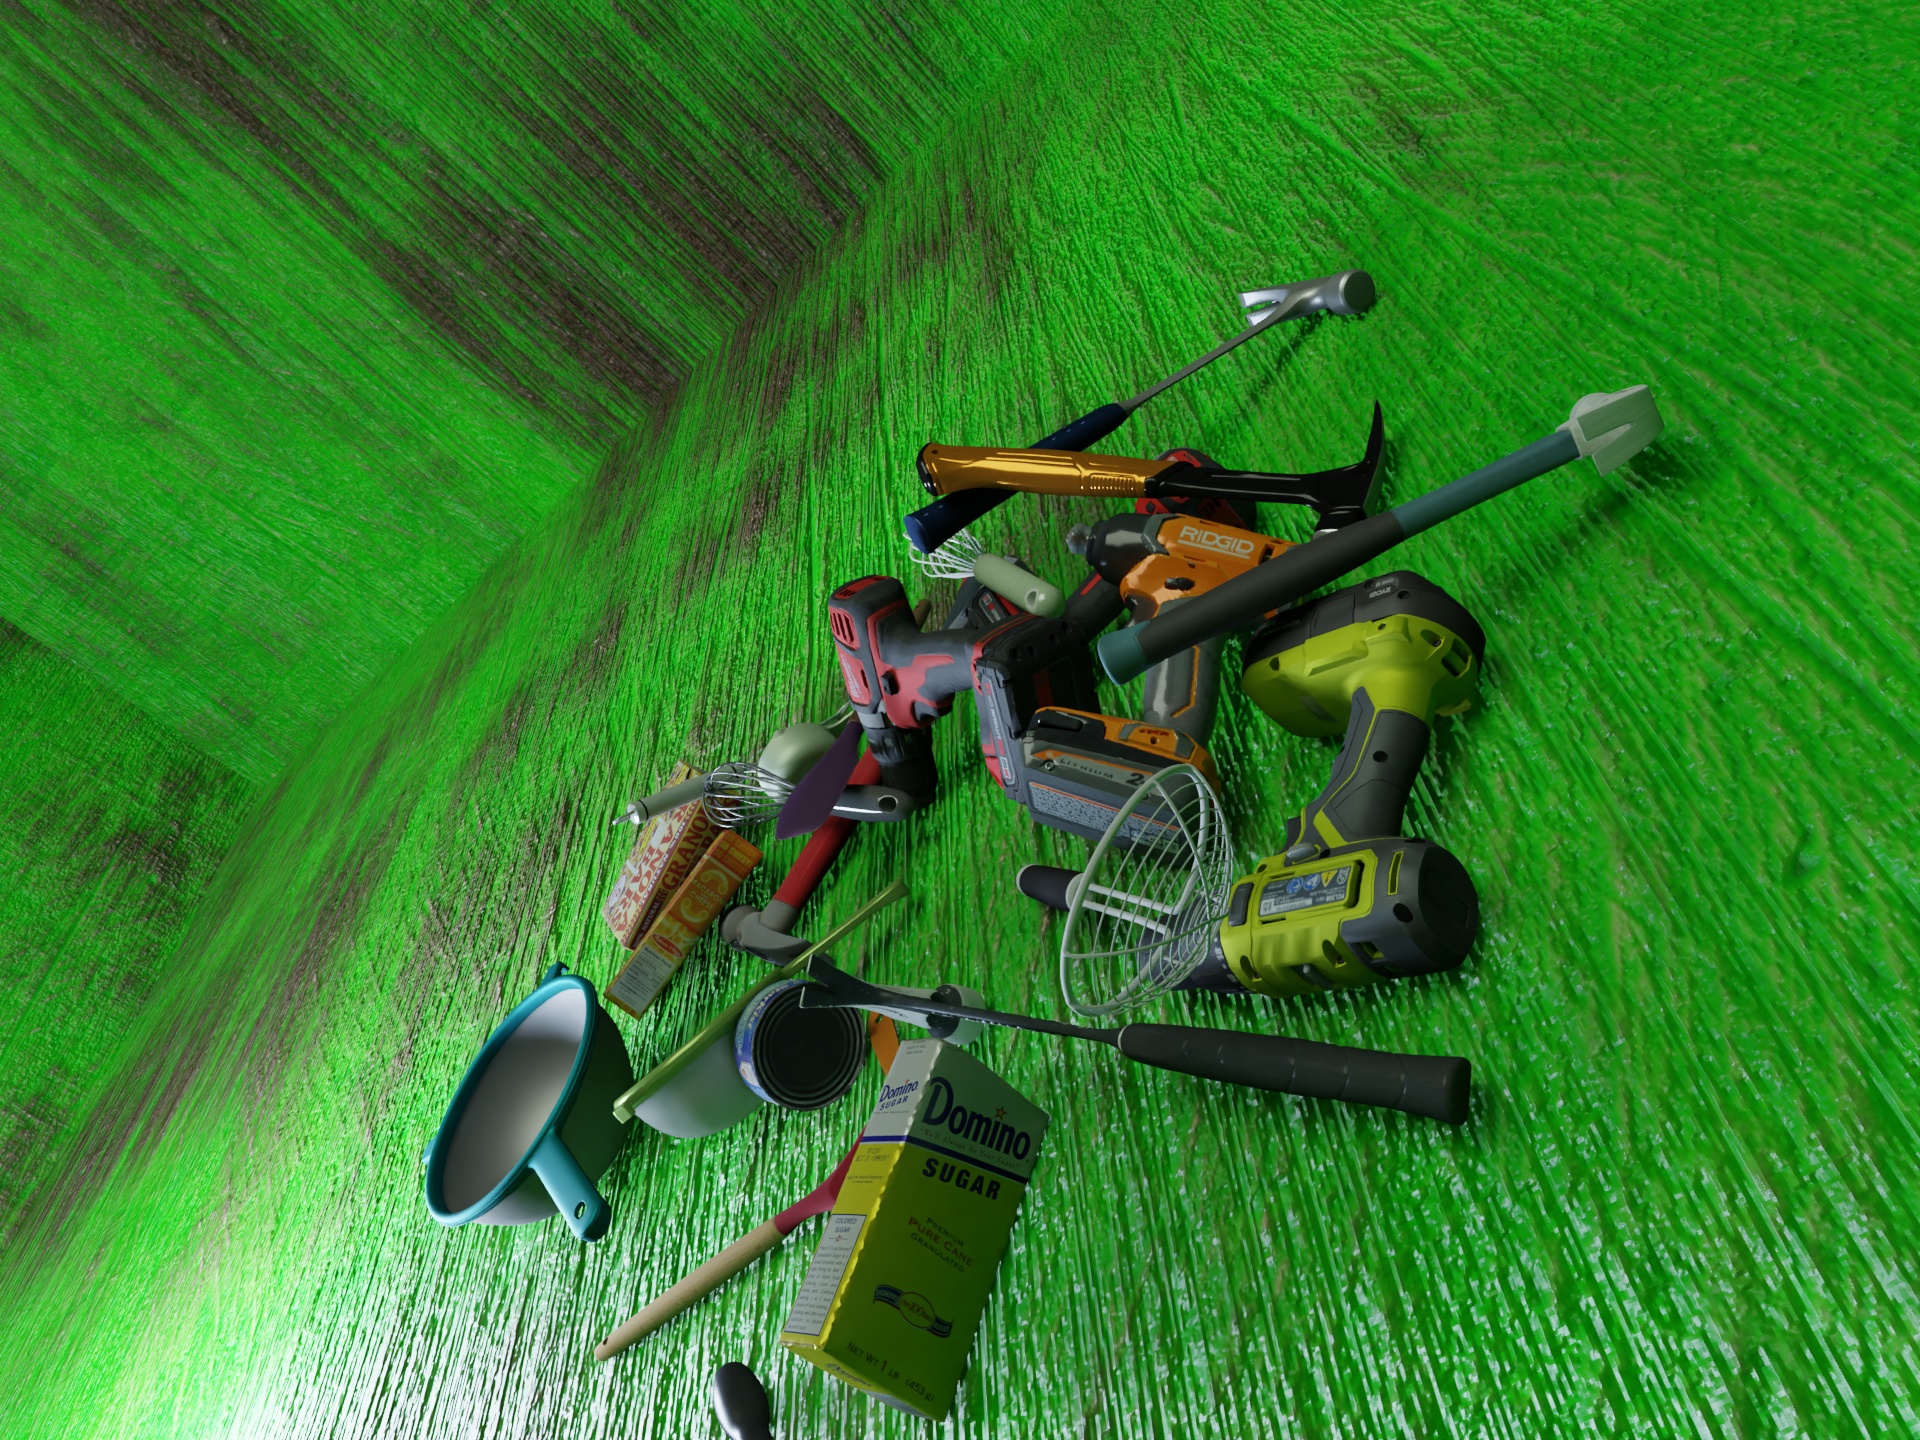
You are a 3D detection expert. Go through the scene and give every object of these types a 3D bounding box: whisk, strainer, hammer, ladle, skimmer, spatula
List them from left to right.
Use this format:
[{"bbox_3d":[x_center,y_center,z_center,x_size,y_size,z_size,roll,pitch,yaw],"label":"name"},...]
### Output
[{"bbox_3d":[-0.294,0.325,1.209,0.211,0.095,0.341,-56,29,-9],"label":"strainer"},{"bbox_3d":[-0.189,0.045,1.386,0.258,0.050,0.087,-23,-6,-35],"label":"strainer"},{"bbox_3d":[-0.132,0.335,1.016,0.315,0.031,0.069,-40,24,22],"label":"ladle"},{"bbox_3d":[-0.091,0.412,0.819,0.070,0.070,0.285,-51,21,-4],"label":"whisk"},{"bbox_3d":[-0.125,0.216,1.135,0.256,0.069,0.151,-38,-3,-8],"label":"strainer"},{"bbox_3d":[-0.125,0.064,1.262,0.239,0.055,0.055,1,54,42],"label":"whisk"},{"bbox_3d":[-0.078,-0.008,1.285,0.060,0.018,0.316,-16,29,31],"label":"spatula"},{"bbox_3d":[-0.056,0.029,1.305,0.143,0.038,0.386,0,54,56],"label":"hammer"},{"bbox_3d":[0.018,-0.116,1.205,0.247,0.059,0.057,39,119,60],"label":"whisk"},{"bbox_3d":[0.059,0.086,0.872,0.127,0.090,0.363,-63,10,-7],"label":"skimmer"},{"bbox_3d":[0.079,0.164,0.830,0.409,0.149,0.036,-3,72,48],"label":"hammer"},{"bbox_3d":[0.130,-0.246,1.248,0.405,0.035,0.144,-33,20,-14],"label":"hammer"},{"bbox_3d":[0.126,-0.177,1.120,0.337,0.034,0.127,7,54,24],"label":"hammer"},{"bbox_3d":[0.230,-0.102,0.887,0.331,0.033,0.128,-26,5,8],"label":"hammer"}]

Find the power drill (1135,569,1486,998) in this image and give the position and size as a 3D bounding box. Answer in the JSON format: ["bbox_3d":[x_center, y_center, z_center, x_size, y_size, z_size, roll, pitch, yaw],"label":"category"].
[{"bbox_3d":[0.190,0.044,0.856,0.190,0.080,0.229,-20,40,46],"label":"power drill"}]

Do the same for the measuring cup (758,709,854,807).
[{"bbox_3d":[-0.096,0.017,1.366,0.167,0.083,0.038,-37,42,-9],"label":"measuring cup"}]

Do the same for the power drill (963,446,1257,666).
[{"bbox_3d":[0.113,-0.118,1.202,0.219,0.078,0.143,-42,26,9],"label":"power drill"}]

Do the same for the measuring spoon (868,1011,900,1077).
[{"bbox_3d":[-0.045,0.221,1.058,0.021,0.011,0.117,-47,22,5],"label":"measuring spoon"}]

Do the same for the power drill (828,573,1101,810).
[{"bbox_3d":[-0.002,-0.004,1.151,0.080,0.187,0.227,-28,27,-33],"label":"power drill"}]

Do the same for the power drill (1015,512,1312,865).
[{"bbox_3d":[0.115,-0.036,1.003,0.164,0.084,0.227,17,62,19],"label":"power drill"}]
